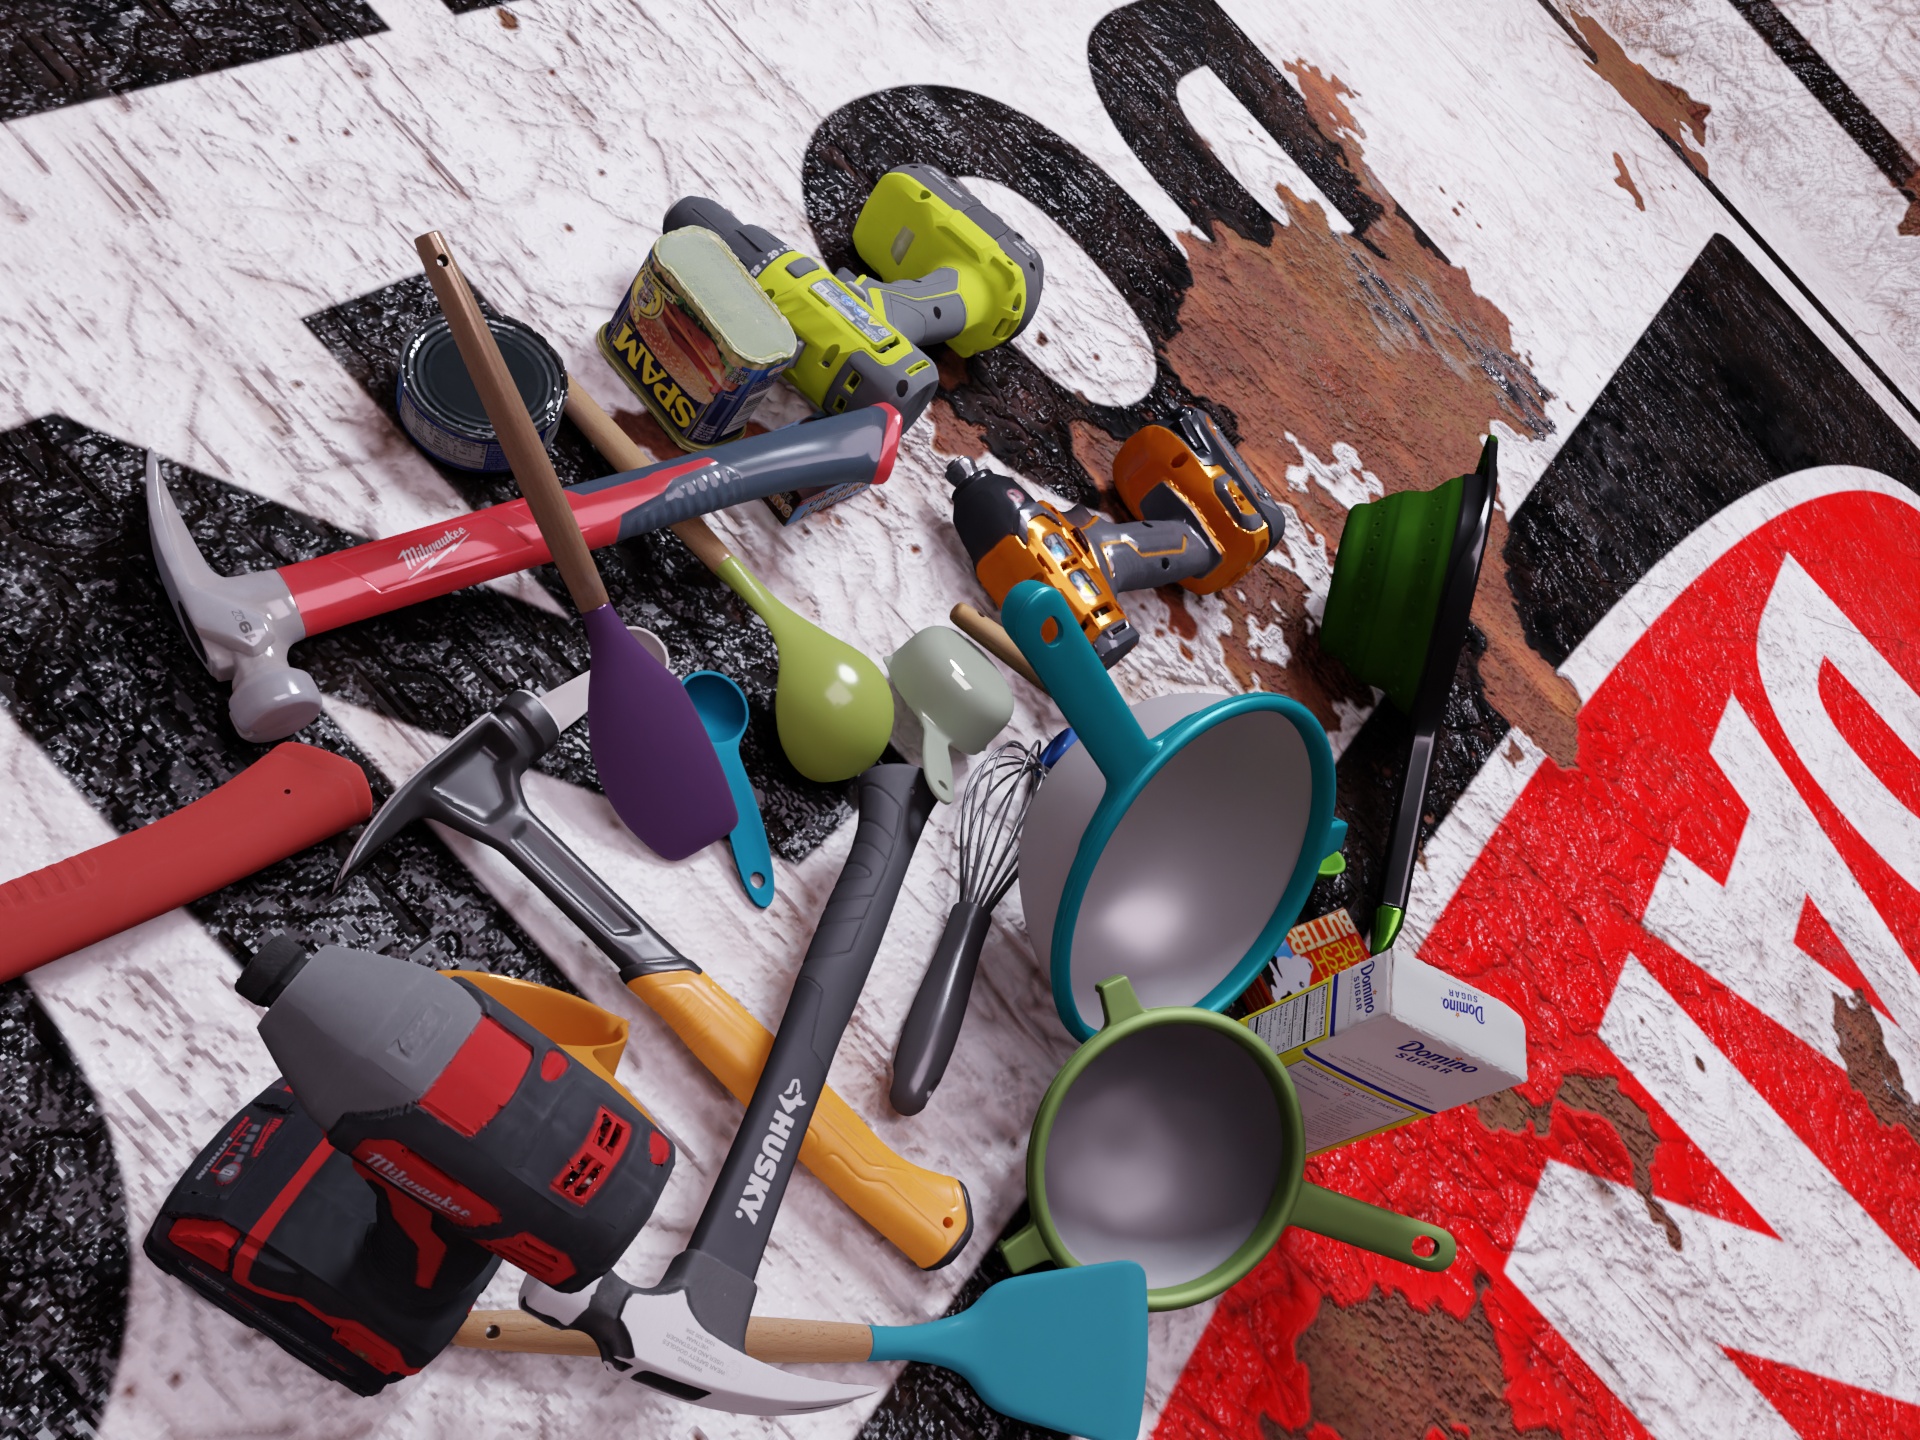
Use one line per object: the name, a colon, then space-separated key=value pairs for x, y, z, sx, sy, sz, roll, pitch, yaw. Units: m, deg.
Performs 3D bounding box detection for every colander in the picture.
colander: x=0.289 y=-0.023 z=1.104 sx=0.094 sy=0.204 sz=0.397 roll=13 pitch=65 yaw=12

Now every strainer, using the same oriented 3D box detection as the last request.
strainer: x=0.140 y=0.235 z=0.826 sx=0.256 sy=0.069 sz=0.151 roll=23 pitch=84 yaw=-19
strainer: x=0.074 y=0.031 z=0.812 sx=0.211 sy=0.095 sz=0.340 roll=-48 pitch=136 yaw=-12

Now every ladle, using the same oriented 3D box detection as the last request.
ladle: x=-0.152 y=-0.096 z=0.877 sx=0.320 sy=0.062 sz=0.078 roll=47 pitch=39 yaw=9

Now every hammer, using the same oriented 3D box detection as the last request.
hammer: x=-0.379 y=0.100 z=0.580 sx=0.359 sy=0.036 sz=0.149 roll=-28 pitch=80 yaw=-43
hammer: x=-0.198 y=-0.116 z=0.808 sx=0.386 sy=0.038 sz=0.143 roll=-23 pitch=76 yaw=-32
hammer: x=-0.064 y=0.147 z=0.728 sx=0.146 sy=0.035 sz=0.335 roll=35 pitch=45 yaw=-15
hammer: x=-0.126 y=0.139 z=0.736 sx=0.337 sy=0.034 sz=0.127 roll=44 pitch=50 yaw=-5

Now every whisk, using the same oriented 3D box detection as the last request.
whisk: x=0.007 y=0.104 z=0.852 sx=0.055 sy=0.055 sz=0.239 roll=33 pitch=51 yaw=-15

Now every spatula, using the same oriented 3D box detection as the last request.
spatula: x=-0.186 y=-0.076 z=0.756 sx=0.060 sy=0.018 sz=0.315 roll=-28 pitch=107 yaw=-26
spatula: x=-0.059 y=0.271 z=0.695 sx=0.317 sy=0.044 sz=0.082 roll=13 pitch=73 yaw=-27

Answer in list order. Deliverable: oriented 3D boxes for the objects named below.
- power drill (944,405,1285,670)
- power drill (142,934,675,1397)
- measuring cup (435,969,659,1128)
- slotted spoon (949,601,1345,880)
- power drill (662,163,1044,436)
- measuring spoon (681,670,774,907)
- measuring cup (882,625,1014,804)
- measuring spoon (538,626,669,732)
power drill: x=0.097 y=-0.129 z=1.047 sx=0.226 sy=0.084 sz=0.164 roll=-31 pitch=82 yaw=-40
power drill: x=-0.200 y=0.152 z=0.547 sx=0.143 sy=0.219 sz=0.079 roll=39 pitch=46 yaw=-10
measuring cup: x=-0.160 y=0.149 z=0.611 sx=0.095 sy=0.174 sz=0.052 roll=17 pitch=92 yaw=-37
slotted spoon: x=0.117 y=0.018 z=0.972 sx=0.313 sy=0.031 sz=0.070 roll=34 pitch=18 yaw=-22
power drill: x=-0.063 y=-0.280 z=1.012 sx=0.190 sy=0.080 sz=0.228 roll=41 pitch=41 yaw=5
measuring spoon: x=-0.122 y=0.037 z=0.826 sx=0.042 sy=0.021 sz=0.129 roll=-8 pitch=76 yaw=-38
measuring cup: x=-0.001 y=-0.003 z=0.868 sx=0.083 sy=0.038 sz=0.168 roll=42 pitch=16 yaw=-17
measuring spoon: x=-0.198 y=-0.007 z=0.800 sx=0.034 sy=0.018 sz=0.124 roll=50 pitch=52 yaw=-1
